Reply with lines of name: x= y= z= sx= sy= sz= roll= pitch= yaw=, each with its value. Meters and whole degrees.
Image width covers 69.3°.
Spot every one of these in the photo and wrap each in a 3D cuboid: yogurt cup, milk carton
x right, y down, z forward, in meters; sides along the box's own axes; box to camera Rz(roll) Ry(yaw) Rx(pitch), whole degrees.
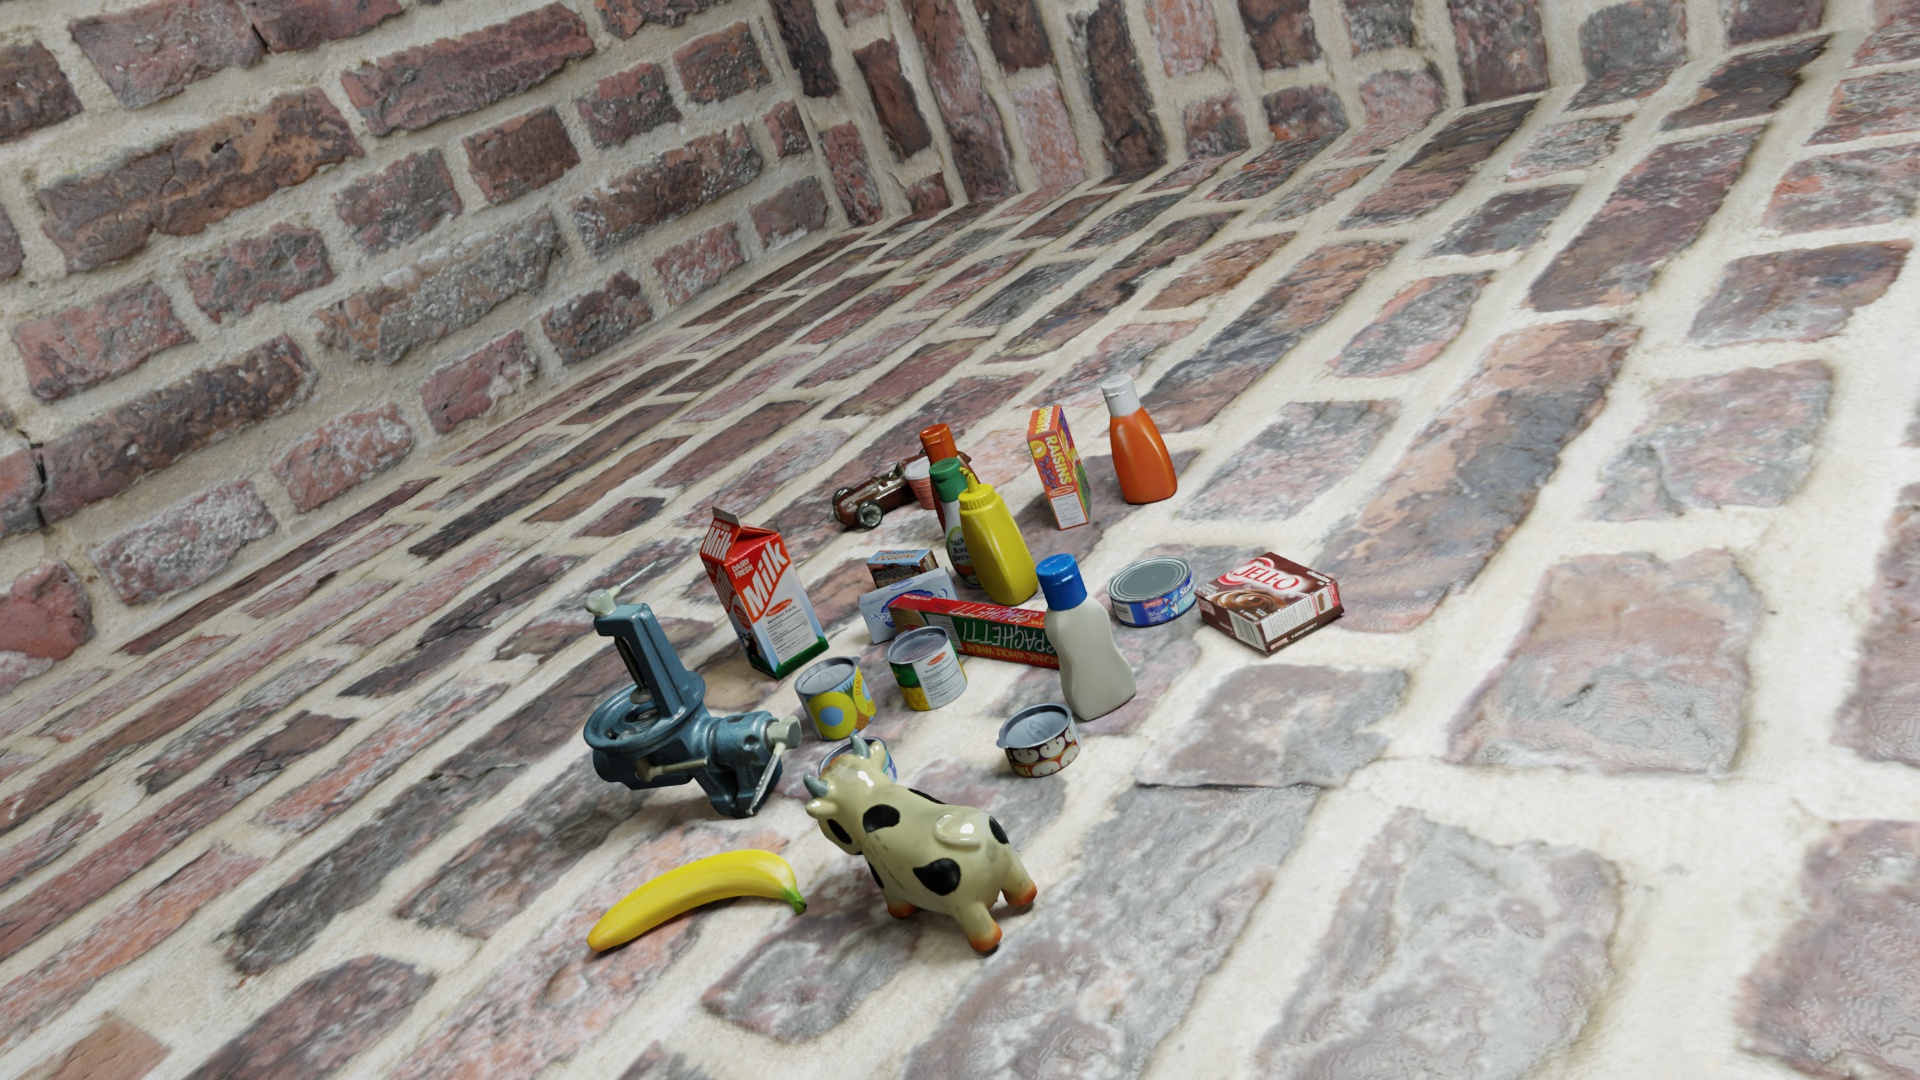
yogurt cup: x=-0.033 y=-0.076 z=1.815 sx=0.072 sy=0.053 sz=0.073 roll=-18 pitch=23 yaw=8
milk carton: x=-0.222 y=0.049 z=1.519 sx=0.074 sy=0.190 sz=0.072 roll=-32 pitch=25 yaw=-25

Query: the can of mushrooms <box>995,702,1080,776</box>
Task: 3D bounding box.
can of mushrooms: x=0.067 y=0.173 z=1.200 sx=0.071 sy=0.033 sz=0.071 roll=-18 pitch=23 yaw=8

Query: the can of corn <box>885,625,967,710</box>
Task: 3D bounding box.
can of corn: x=-0.034 y=0.124 z=1.362 sx=0.071 sy=0.058 sz=0.071 roll=-18 pitch=23 yaw=8

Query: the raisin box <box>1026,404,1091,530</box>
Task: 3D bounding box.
raisin box: x=0.116 y=-0.086 z=1.622 sx=0.040 sy=0.123 sz=0.086 roll=-15 pitch=23 yaw=15

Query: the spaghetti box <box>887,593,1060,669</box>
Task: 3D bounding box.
spaghetti box: x=0.025 y=0.091 z=1.398 sx=0.250 sy=0.050 sz=0.029 roll=4 pitch=33 yaw=46

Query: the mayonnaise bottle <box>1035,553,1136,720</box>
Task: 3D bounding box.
mayonnaise bottle: x=0.106 y=0.083 z=1.221 sx=0.065 sy=0.147 sz=0.041 roll=-27 pitch=23 yaw=-14

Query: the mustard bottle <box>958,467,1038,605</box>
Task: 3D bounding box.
mustard bottle: x=0.033 y=-0.009 z=1.472 sx=0.049 sy=0.159 sz=0.065 roll=-35 pitch=26 yaw=-31

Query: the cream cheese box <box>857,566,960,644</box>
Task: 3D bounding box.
cream cheese box: x=-0.054 y=0.070 z=1.507 sx=0.104 sy=0.053 sz=0.024 roll=-20 pitch=22 yaw=3

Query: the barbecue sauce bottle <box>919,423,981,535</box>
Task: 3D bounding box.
barbecue sauce bottle: x=-0.007 y=-0.065 z=1.648 sx=0.065 sy=0.148 sz=0.044 roll=-16 pitch=23 yaw=11

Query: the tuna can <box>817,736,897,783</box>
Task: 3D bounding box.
tuna can: x=-0.092 y=0.210 z=1.252 sx=0.071 sy=0.032 sz=0.071 roll=-18 pitch=23 yaw=8

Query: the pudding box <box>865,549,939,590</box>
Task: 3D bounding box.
pudding box: x=-0.063 y=0.037 z=1.594 sx=0.083 sy=0.049 sz=0.030 roll=-1 pitch=30 yaw=40

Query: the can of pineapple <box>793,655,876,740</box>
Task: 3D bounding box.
can of pineapple: x=-0.121 y=0.155 z=1.369 sx=0.071 sy=0.057 sz=0.071 roll=-18 pitch=23 yaw=8

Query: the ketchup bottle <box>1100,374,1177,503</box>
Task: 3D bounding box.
ketchup bottle: x=0.199 y=-0.115 z=1.584 sx=0.064 sy=0.148 sz=0.044 roll=-9 pitch=25 yaw=28

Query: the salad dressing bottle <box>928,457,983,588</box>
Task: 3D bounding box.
salad dressing bottle: x=0.005 y=-0.019 z=1.535 sx=0.064 sy=0.147 sz=0.044 roll=-8 pitch=26 yaw=29
